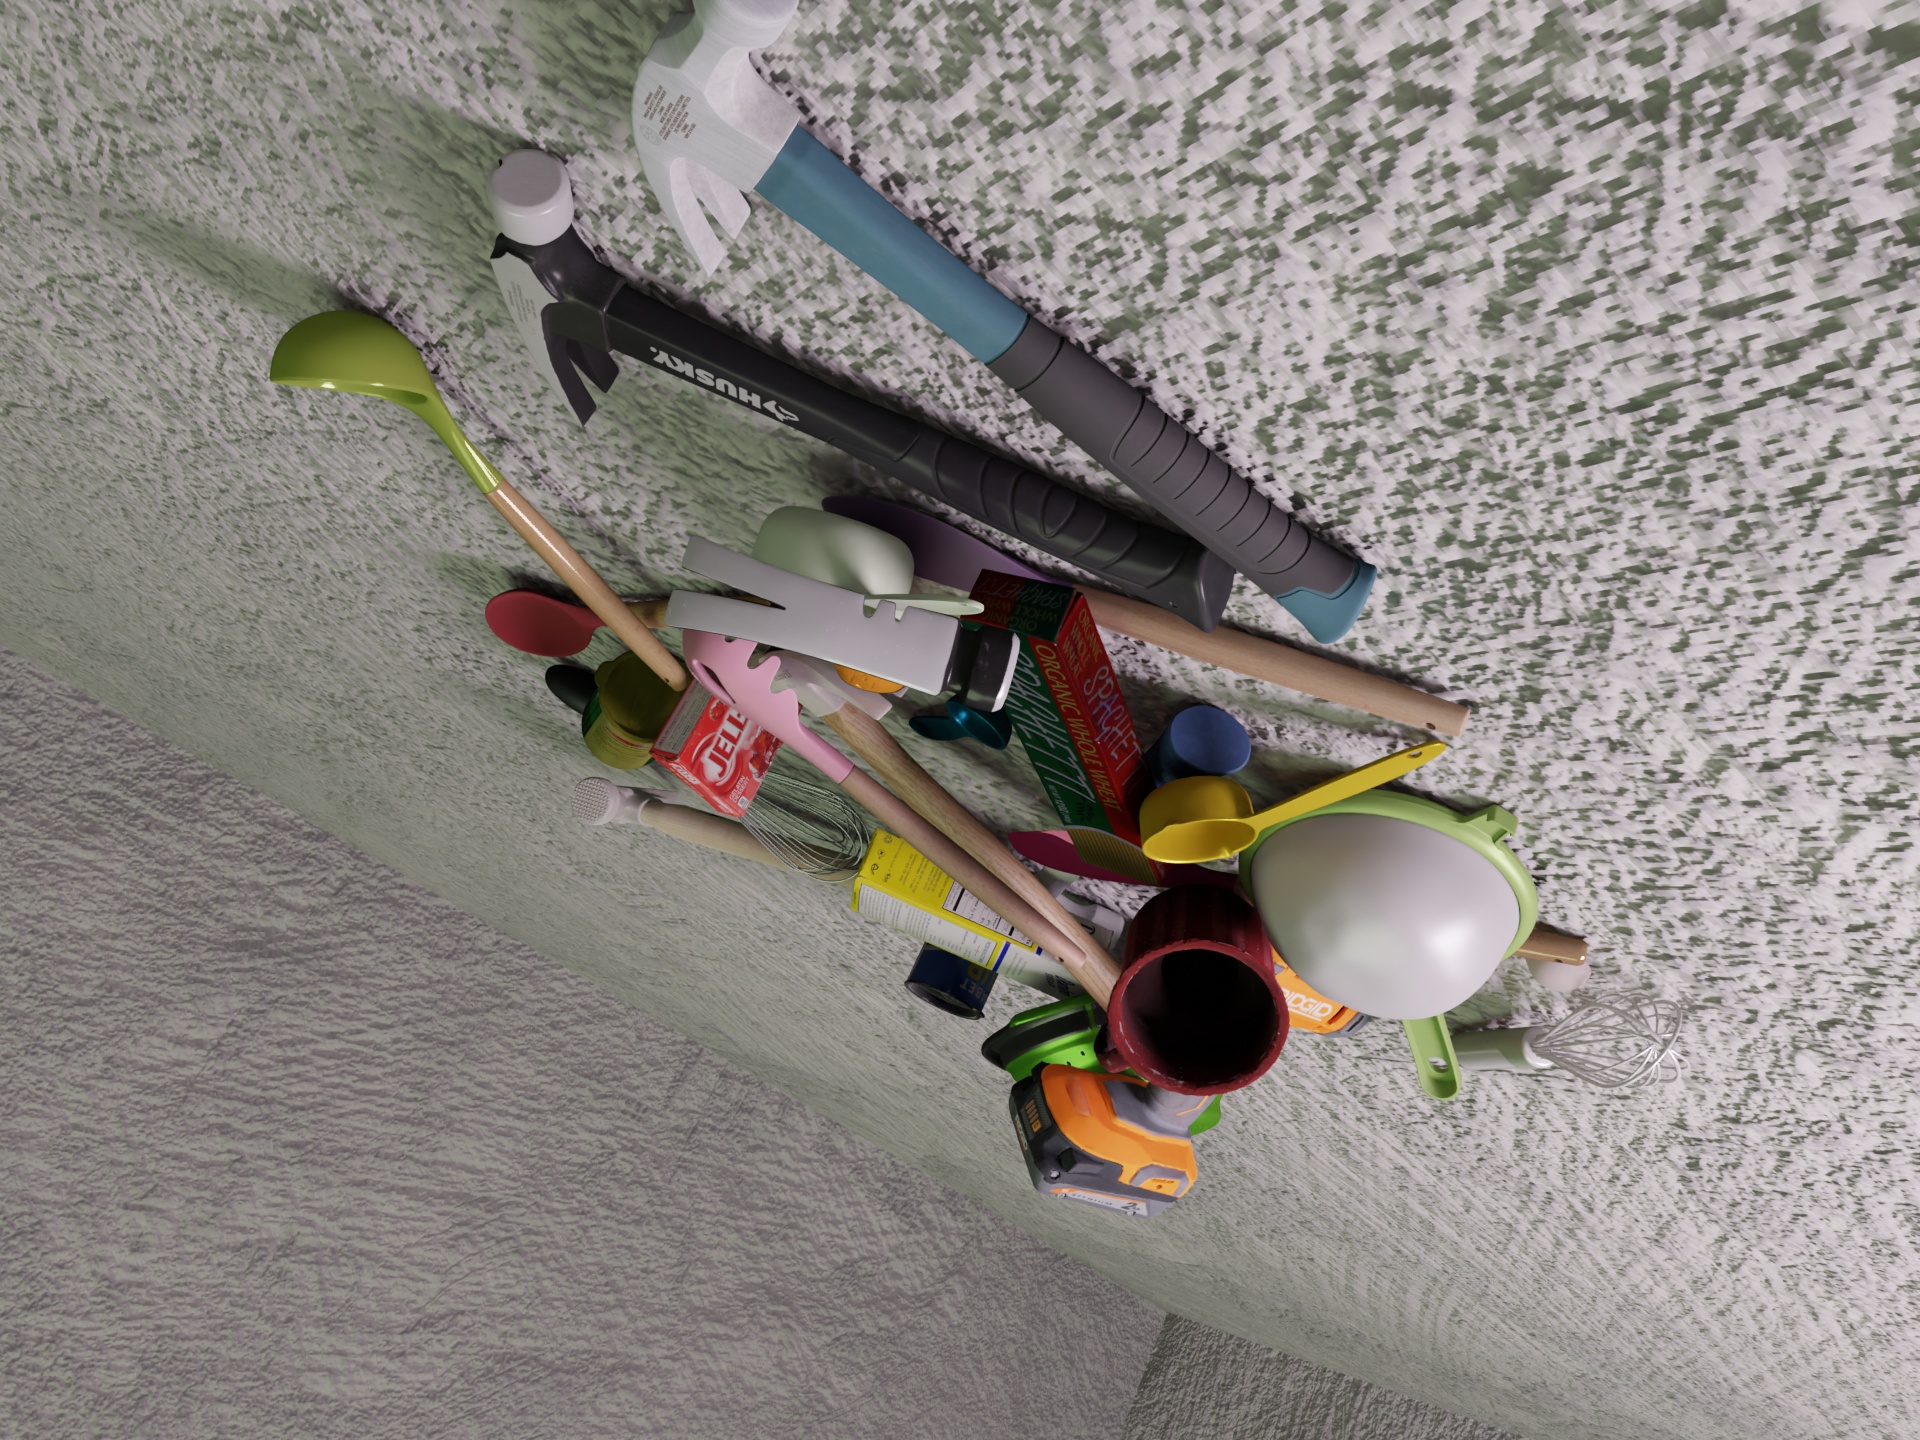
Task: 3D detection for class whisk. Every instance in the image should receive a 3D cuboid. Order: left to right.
[{"bbox_3d":[-0.190,0.035,1.188,0.284,0.070,0.070,30,160,4],"label":"whisk"},{"bbox_3d":[0.346,0.193,0.936,0.058,0.059,0.246,39,164,1],"label":"whisk"}]

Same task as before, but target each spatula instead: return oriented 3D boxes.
[{"bbox_3d":[0.073,-0.049,0.724,0.316,0.018,0.059,20,156,20],"label":"spatula"}]

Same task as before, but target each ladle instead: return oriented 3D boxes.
[{"bbox_3d":[-0.254,-0.106,0.896,0.078,0.062,0.319,10,150,39],"label":"ladle"},{"bbox_3d":[-0.203,-0.067,1.002,0.315,0.031,0.069,1,148,45],"label":"ladle"}]

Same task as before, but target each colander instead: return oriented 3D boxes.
[{"bbox_3d":[0.149,0.281,1.216,0.204,0.095,0.396,-18,158,13],"label":"colander"}]

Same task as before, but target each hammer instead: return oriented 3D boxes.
[{"bbox_3d":[-0.101,0.115,1.268,0.411,0.038,0.146,15,178,18],"label":"hammer"},{"bbox_3d":[-0.051,-0.034,0.731,0.127,0.034,0.337,16,179,-3],"label":"hammer"},{"bbox_3d":[-0.040,-0.119,0.672,0.335,0.035,0.146,25,159,3],"label":"hammer"},{"bbox_3d":[0.003,0.070,0.982,0.331,0.031,0.130,46,155,-15],"label":"hammer"},{"bbox_3d":[0.027,-0.128,0.570,0.330,0.033,0.128,34,157,-19],"label":"hammer"},{"bbox_3d":[0.081,0.068,0.968,0.144,0.035,0.405,27,159,-1],"label":"hammer"}]

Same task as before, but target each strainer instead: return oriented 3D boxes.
[{"bbox_3d":[0.228,0.143,0.835,0.151,0.069,0.256,-1,135,30],"label":"strainer"}]

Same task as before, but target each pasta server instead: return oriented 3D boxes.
[{"bbox_3d":[-0.042,0.042,0.929,0.316,0.040,0.060,40,156,-12],"label":"pasta server"}]

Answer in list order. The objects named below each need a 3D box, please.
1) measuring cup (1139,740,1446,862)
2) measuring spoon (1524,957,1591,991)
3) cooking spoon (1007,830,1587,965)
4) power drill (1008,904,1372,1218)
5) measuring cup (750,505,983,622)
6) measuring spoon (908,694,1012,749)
[{"bbox_3d":[0.155,0.030,0.757,0.156,0.029,0.062,-25,148,29],"label":"measuring cup"},{"bbox_3d":[0.283,0.119,0.873,0.124,0.018,0.034,24,159,9],"label":"measuring spoon"},{"bbox_3d":[0.178,0.098,0.882,0.319,0.017,0.068,9,158,18],"label":"cooking spoon"},{"bbox_3d":[0.129,0.200,0.975,0.164,0.226,0.084,24,-153,-31],"label":"power drill"},{"bbox_3d":[-0.034,-0.069,0.698,0.083,0.038,0.168,17,177,-33],"label":"measuring cup"},{"bbox_3d":[-0.001,-0.003,0.935,0.042,0.021,0.128,43,165,-15],"label":"measuring spoon"}]
